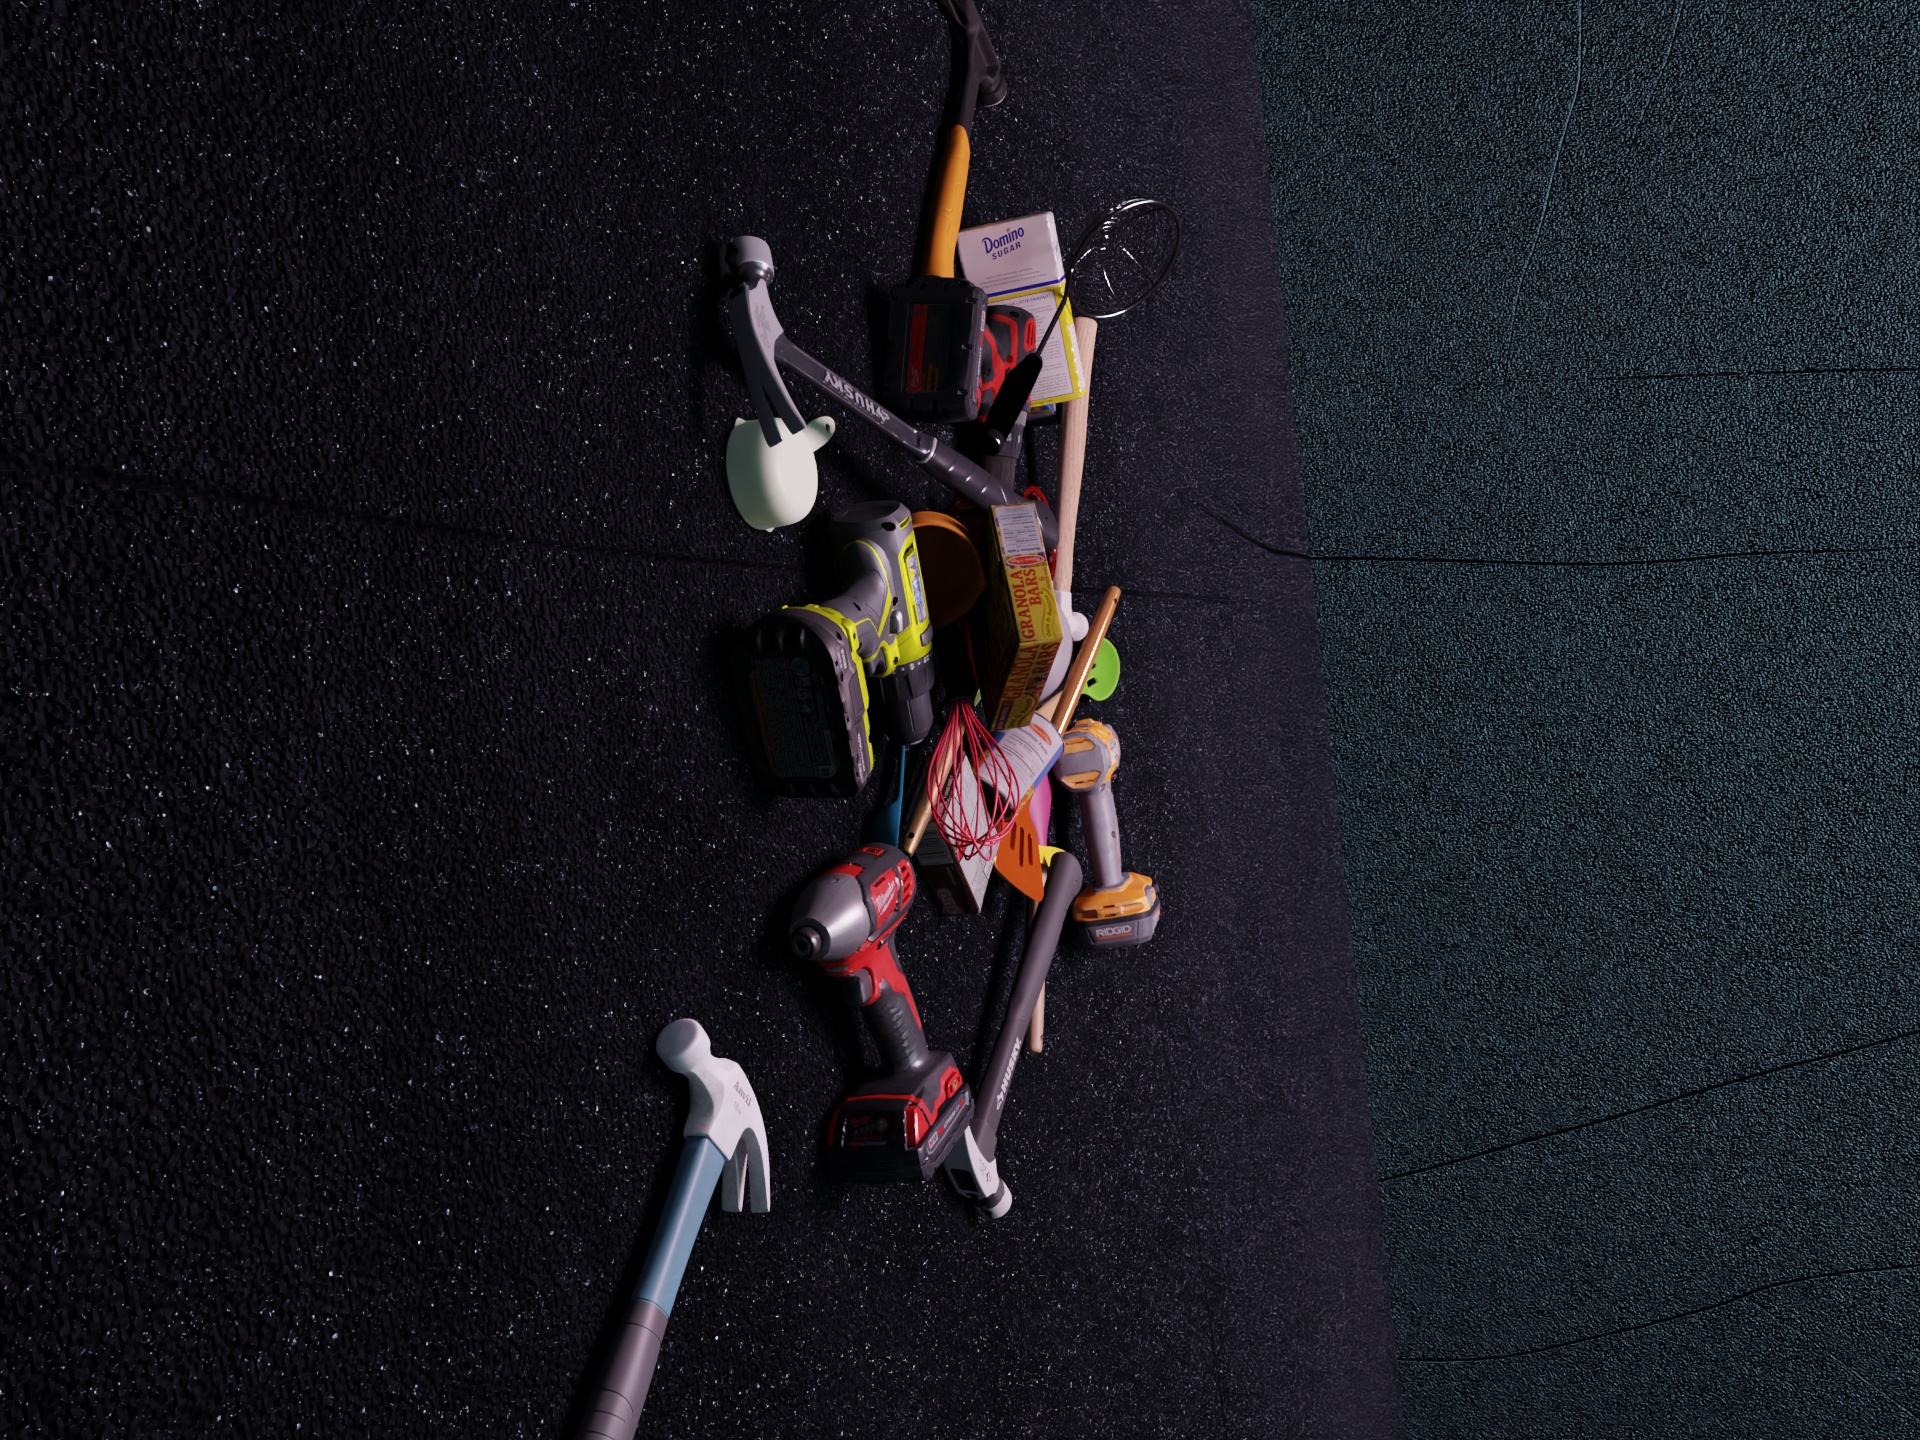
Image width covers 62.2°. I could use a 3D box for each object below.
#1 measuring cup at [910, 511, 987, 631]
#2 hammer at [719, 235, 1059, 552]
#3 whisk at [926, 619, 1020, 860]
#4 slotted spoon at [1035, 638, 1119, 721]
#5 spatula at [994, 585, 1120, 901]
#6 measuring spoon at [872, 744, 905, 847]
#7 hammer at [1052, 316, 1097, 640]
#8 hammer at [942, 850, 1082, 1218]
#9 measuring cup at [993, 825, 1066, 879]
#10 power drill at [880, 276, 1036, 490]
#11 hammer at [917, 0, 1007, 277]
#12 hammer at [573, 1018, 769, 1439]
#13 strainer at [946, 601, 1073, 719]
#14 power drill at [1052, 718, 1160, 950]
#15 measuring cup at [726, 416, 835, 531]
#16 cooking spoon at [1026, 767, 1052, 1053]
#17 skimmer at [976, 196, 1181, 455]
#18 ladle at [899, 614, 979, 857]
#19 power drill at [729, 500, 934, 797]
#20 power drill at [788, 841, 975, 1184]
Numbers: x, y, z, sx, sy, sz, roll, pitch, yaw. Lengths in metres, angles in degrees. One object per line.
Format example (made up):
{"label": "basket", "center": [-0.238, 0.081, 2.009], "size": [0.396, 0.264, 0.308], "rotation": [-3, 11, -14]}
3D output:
{"label": "measuring cup", "center": [-0.033, -0.086, 1.288], "size": [0.052, 0.095, 0.173], "rotation": [-95, -167, -64]}
{"label": "hammer", "center": [-0.035, -0.209, 1.209], "size": [0.408, 0.036, 0.149], "rotation": [25, 48, -53]}
{"label": "whisk", "center": [0.002, 0.001, 1.284], "size": [0.296, 0.073, 0.073], "rotation": [-98, 167, -49]}
{"label": "slotted spoon", "center": [0.106, -0.023, 1.656], "size": [0.314, 0.031, 0.070], "rotation": [-38, 115, -62]}
{"label": "spatula", "center": [0.096, 0.010, 1.484], "size": [0.080, 0.041, 0.323], "rotation": [42, 62, -39]}
{"label": "measuring spoon", "center": [-0.056, 0.051, 1.261], "size": [0.042, 0.021, 0.129], "rotation": [99, -6, -51]}
{"label": "hammer", "center": [0.111, -0.248, 1.640], "size": [0.130, 0.031, 0.331], "rotation": [-2, 98, -67]}
{"label": "hammer", "center": [0.050, 0.254, 1.408], "size": [0.146, 0.035, 0.335], "rotation": [64, 36, -41]}
{"label": "measuring cup", "center": [0.068, 0.130, 1.520], "size": [0.156, 0.029, 0.062], "rotation": [24, 62, -64]}
{"label": "power drill", "center": [0.008, -0.286, 1.404], "size": [0.226, 0.080, 0.188], "rotation": [-7, 103, -71]}
{"label": "hammer", "center": [-0.006, -0.527, 1.481], "size": [0.127, 0.034, 0.337], "rotation": [54, 38, -53]}
{"label": "hammer", "center": [-0.177, 0.338, 0.877], "size": [0.331, 0.033, 0.128], "rotation": [-74, 148, -42]}
{"label": "strainer", "center": [0.053, -0.054, 1.476], "size": [0.256, 0.069, 0.151], "rotation": [-53, 134, -61]}
{"label": "power drill", "center": [0.152, 0.110, 1.670], "size": [0.185, 0.084, 0.226], "rotation": [-29, 108, -76]}
{"label": "measuring cup", "center": [-0.112, -0.192, 1.140], "size": [0.168, 0.038, 0.083], "rotation": [-52, 132, -56]}
{"label": "cooking spoon", "center": [0.077, 0.164, 1.553], "size": [0.068, 0.017, 0.319], "rotation": [42, 46, -59]}
{"label": "skimmer", "center": [0.110, -0.344, 1.417], "size": [0.127, 0.090, 0.363], "rotation": [100, 11, -50]}
{"label": "ladle", "center": [-0.002, -0.004, 1.347], "size": [0.031, 0.069, 0.316], "rotation": [95, 12, -47]}
{"label": "power drill", "center": [-0.076, -0.036, 1.151], "size": [0.229, 0.080, 0.190], "rotation": [-57, 142, -59]}
{"label": "power drill", "center": [-0.064, 0.209, 1.131], "size": [0.143, 0.078, 0.219], "rotation": [-34, 114, -65]}
